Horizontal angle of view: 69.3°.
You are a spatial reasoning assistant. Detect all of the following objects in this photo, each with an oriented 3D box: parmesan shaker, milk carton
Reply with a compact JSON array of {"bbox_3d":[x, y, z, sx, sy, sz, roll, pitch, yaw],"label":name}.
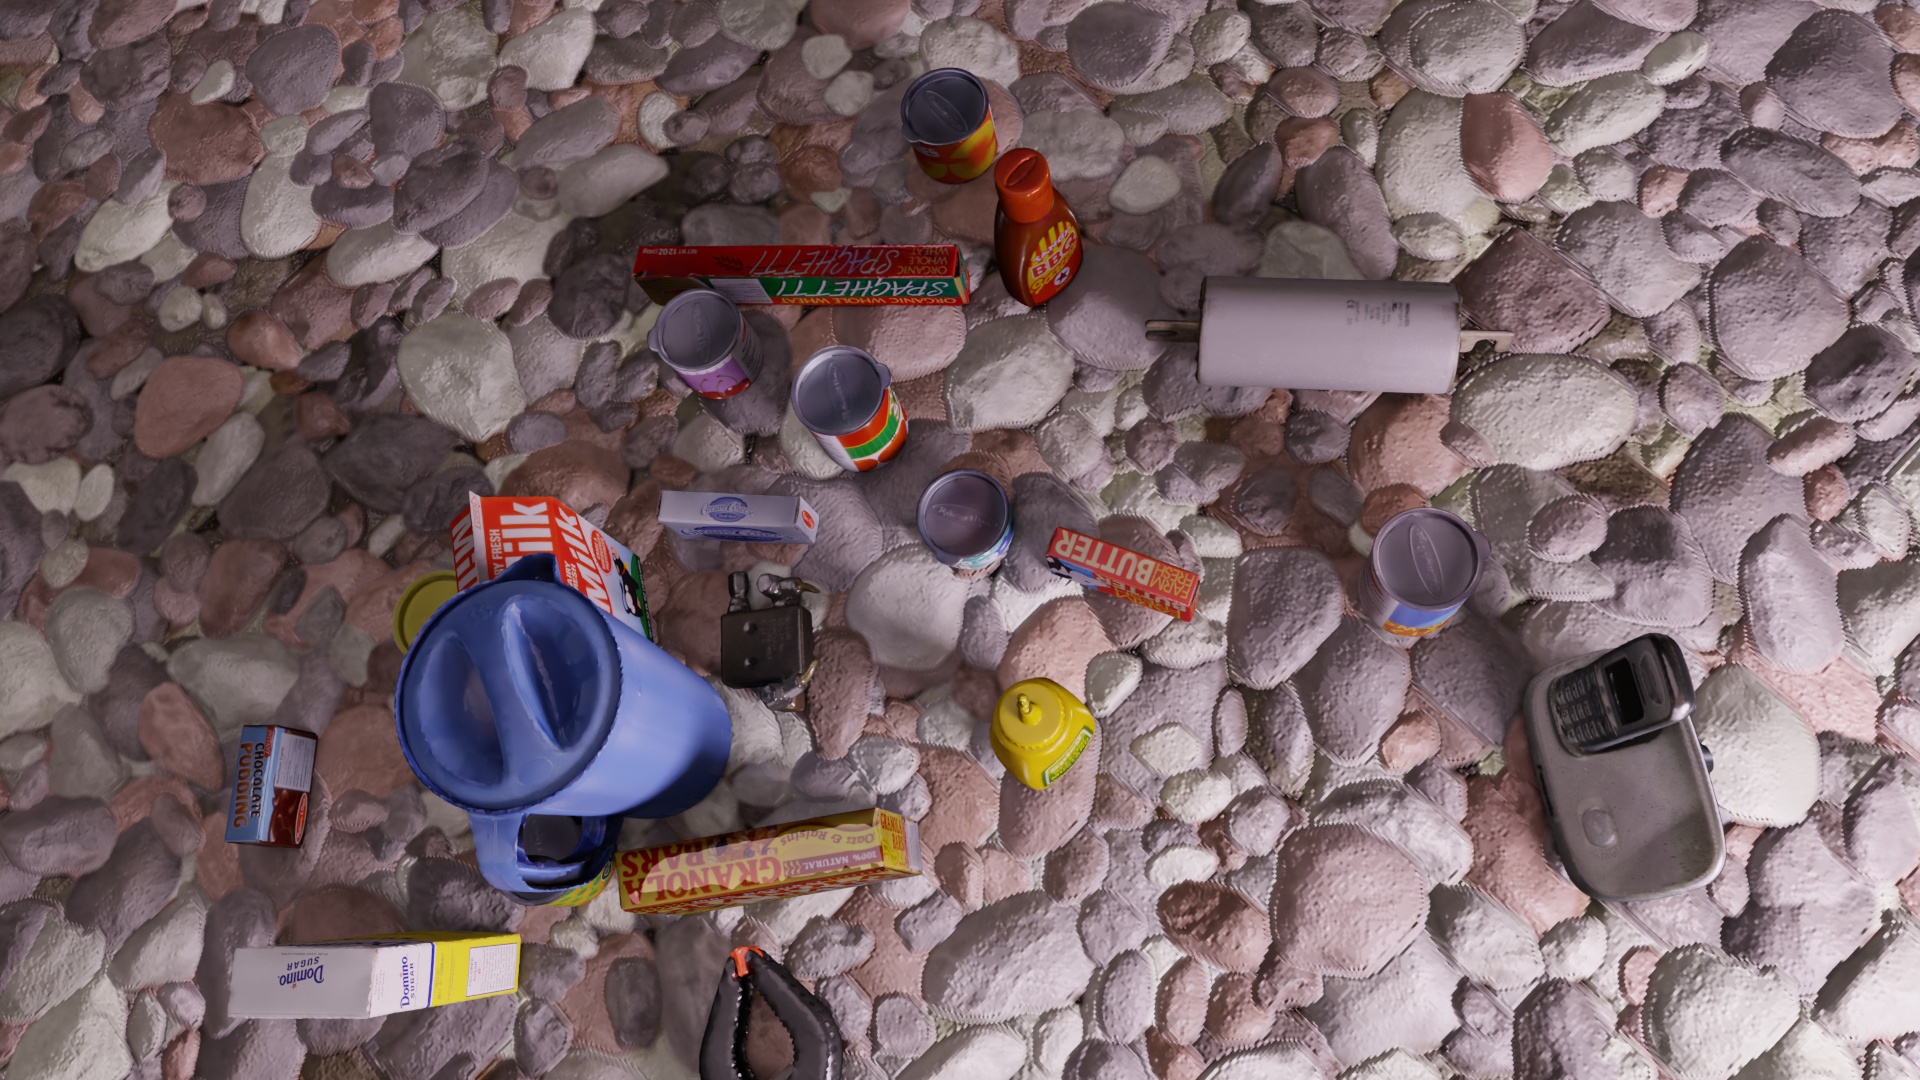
[{"bbox_3d":[-0.339,0.067,0.971,0.071,0.103,0.071,-3,74,9],"label":"parmesan shaker"},{"bbox_3d":[-0.277,0.027,0.926,0.073,0.190,0.072,-15,72,5],"label":"milk carton"}]

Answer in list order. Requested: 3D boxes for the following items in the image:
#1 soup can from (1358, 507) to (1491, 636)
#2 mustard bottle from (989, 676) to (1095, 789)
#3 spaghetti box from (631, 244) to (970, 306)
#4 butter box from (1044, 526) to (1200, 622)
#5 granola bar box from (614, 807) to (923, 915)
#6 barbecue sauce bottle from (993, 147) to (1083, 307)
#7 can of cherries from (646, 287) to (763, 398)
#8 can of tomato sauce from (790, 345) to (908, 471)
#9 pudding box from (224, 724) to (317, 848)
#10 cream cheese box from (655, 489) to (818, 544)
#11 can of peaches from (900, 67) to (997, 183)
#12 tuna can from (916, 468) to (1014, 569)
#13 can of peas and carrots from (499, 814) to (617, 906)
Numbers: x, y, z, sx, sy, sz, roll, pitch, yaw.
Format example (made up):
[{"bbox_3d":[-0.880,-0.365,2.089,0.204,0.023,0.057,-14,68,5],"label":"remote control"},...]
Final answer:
[{"bbox_3d":[0.295,0.021,0.888,0.071,0.083,0.071,-3,74,9],"label":"soup can"},{"bbox_3d":[0.048,0.116,0.861,0.049,0.160,0.065,40,84,17],"label":"mustard bottle"},{"bbox_3d":[-0.117,-0.198,1.039,0.250,0.050,0.029,2,75,10],"label":"spaghetti box"},{"bbox_3d":[0.110,0.023,0.935,0.103,0.053,0.024,20,79,14],"label":"butter box"},{"bbox_3d":[-0.116,0.206,0.882,0.165,0.124,0.039,-11,73,6],"label":"granola bar box"},{"bbox_3d":[0.050,-0.219,0.965,0.065,0.148,0.044,-45,72,-4],"label":"barbecue sauce bottle"},{"bbox_3d":[-0.188,-0.145,1.031,0.071,0.058,0.071,-3,74,9],"label":"can of cherries"},{"bbox_3d":[-0.075,-0.093,0.984,0.071,0.083,0.071,-3,74,9],"label":"can of tomato sauce"},{"bbox_3d":[-0.492,0.176,0.993,0.030,0.049,0.084,-2,74,9],"label":"pudding box"},{"bbox_3d":[-0.158,-0.016,0.991,0.104,0.053,0.024,3,75,10],"label":"cream cheese box"},{"bbox_3d":[-0.009,-0.311,1.050,0.071,0.058,0.071,-3,74,9],"label":"can of peaches"},{"bbox_3d":[0.003,-0.012,0.973,0.071,0.032,0.071,-3,74,9],"label":"tuna can"},{"bbox_3d":[-0.272,0.213,0.940,0.071,0.058,0.071,-3,74,9],"label":"can of peas and carrots"}]
